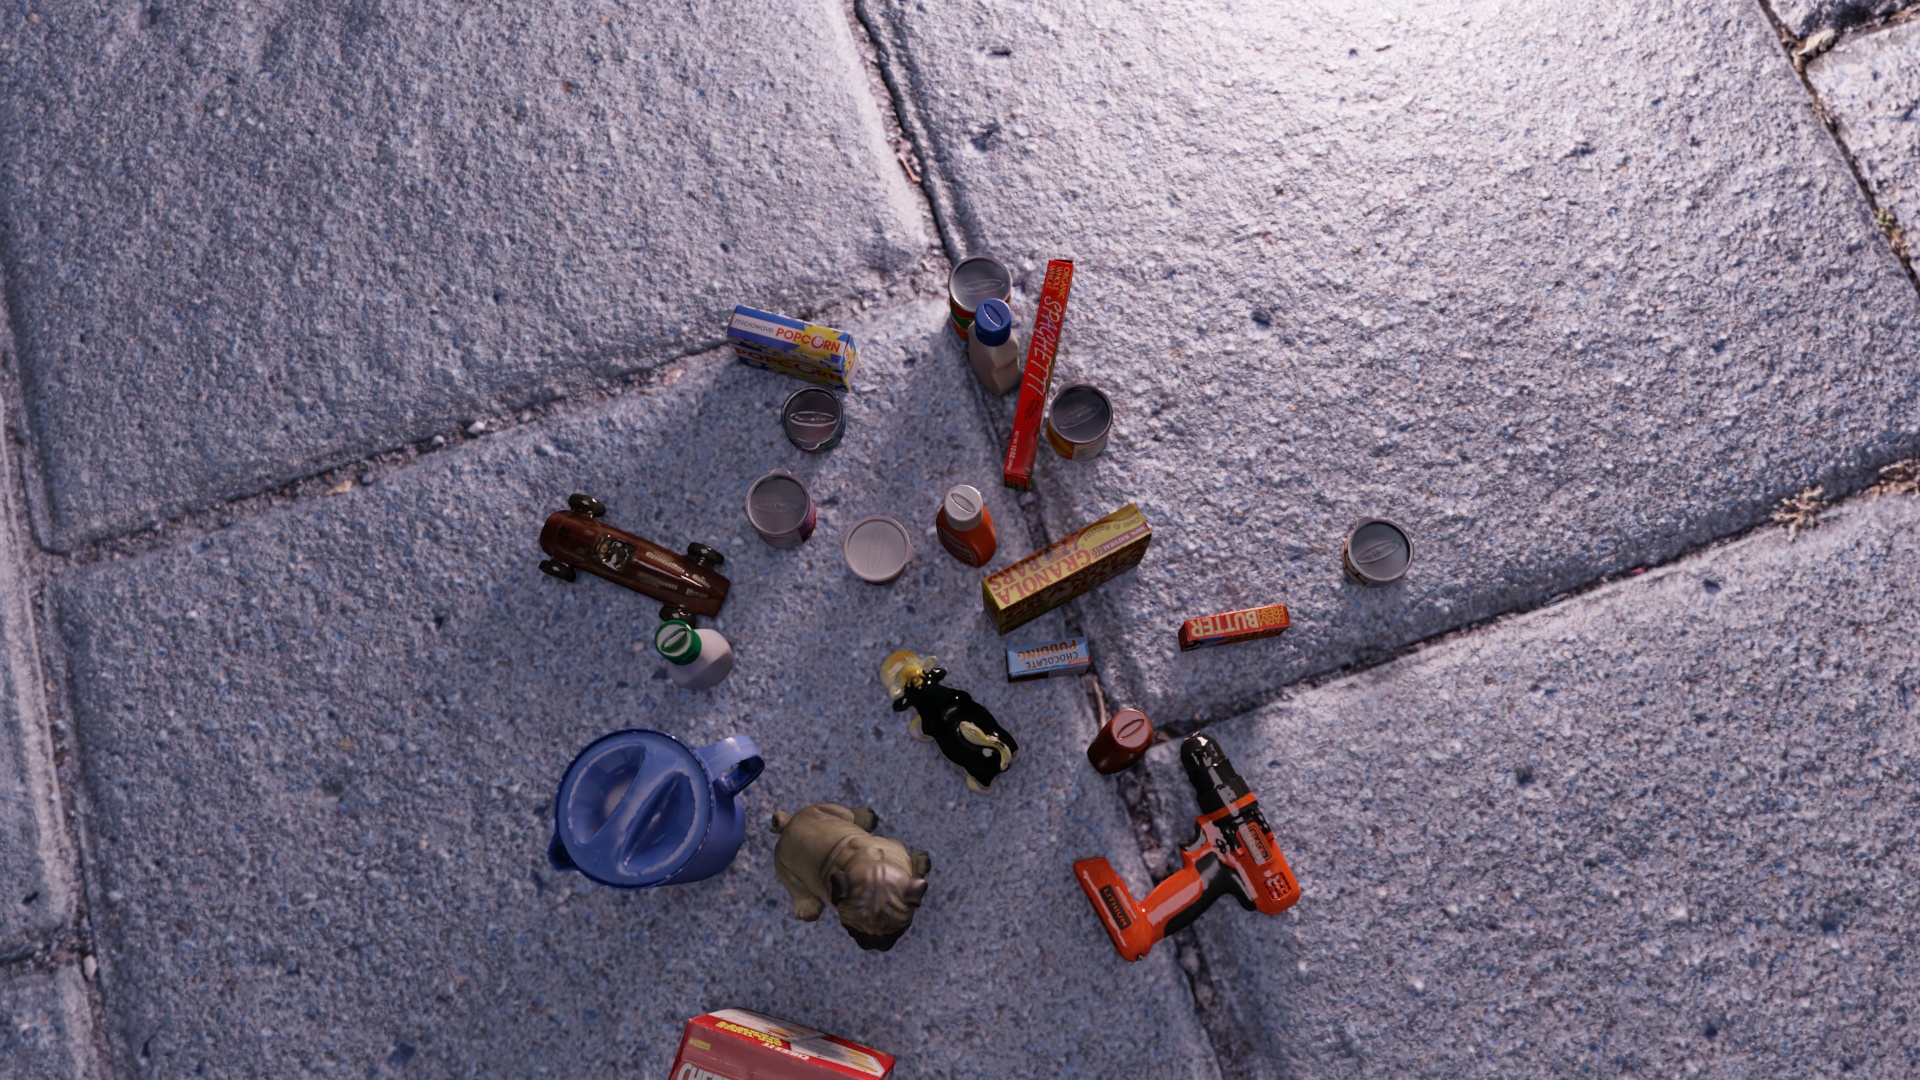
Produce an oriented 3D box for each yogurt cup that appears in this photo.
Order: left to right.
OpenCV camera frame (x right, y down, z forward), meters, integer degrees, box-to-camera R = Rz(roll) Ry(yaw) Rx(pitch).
[{"bbox_3d":[-0.083,0.014,1.410,0.072,0.054,0.072,0,75,1],"label":"yogurt cup"}]

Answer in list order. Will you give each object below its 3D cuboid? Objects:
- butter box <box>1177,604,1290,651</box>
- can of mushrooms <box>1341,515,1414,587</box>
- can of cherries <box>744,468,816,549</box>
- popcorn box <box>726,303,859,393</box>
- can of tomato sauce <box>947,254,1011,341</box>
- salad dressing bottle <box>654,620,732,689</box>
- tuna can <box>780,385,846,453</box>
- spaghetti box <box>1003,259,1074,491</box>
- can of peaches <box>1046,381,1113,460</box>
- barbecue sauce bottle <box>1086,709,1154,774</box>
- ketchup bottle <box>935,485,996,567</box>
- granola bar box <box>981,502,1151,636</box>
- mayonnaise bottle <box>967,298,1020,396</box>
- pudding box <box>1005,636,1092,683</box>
[{"bbox_3d":[0.271,0.087,1.381,0.103,0.053,0.024,-9,75,-1],"label":"butter box"},{"bbox_3d":[0.421,0.011,1.408,0.071,0.033,0.071,0,74,1],"label":"can of mushrooms"},{"bbox_3d":[-0.182,-0.032,1.423,0.071,0.058,0.071,0,75,1],"label":"can of cherries"},{"bbox_3d":[-0.174,-0.201,1.457,0.127,0.085,0.038,16,76,6],"label":"popcorn box"},{"bbox_3d":[0.022,-0.252,1.467,0.071,0.083,0.071,0,75,2],"label":"can of tomato sauce"},{"bbox_3d":[-0.259,0.109,1.340,0.064,0.147,0.044,-38,77,-8],"label":"salad dressing bottle"},{"bbox_3d":[-0.154,-0.124,1.462,0.071,0.032,0.071,0,74,1],"label":"tuna can"},{"bbox_3d":[0.083,-0.176,1.461,0.029,0.050,0.250,11,75,5],"label":"spaghetti box"},{"bbox_3d":[0.122,-0.124,1.441,0.071,0.058,0.071,0,75,1],"label":"can of peaches"},{"bbox_3d":[0.154,0.187,1.307,0.065,0.148,0.044,-32,76,-7],"label":"barbecue sauce bottle"},{"bbox_3d":[0.005,-0.017,1.368,0.065,0.148,0.043,37,79,11],"label":"ketchup bottle"},{"bbox_3d":[0.103,0.031,1.364,0.166,0.124,0.039,-27,76,-6],"label":"granola bar box"},{"bbox_3d":[0.034,-0.200,1.418,0.041,0.147,0.065,-34,77,-7],"label":"mayonnaise bottle"},{"bbox_3d":[0.087,0.119,1.379,0.084,0.049,0.030,-8,75,-1],"label":"pudding box"}]
